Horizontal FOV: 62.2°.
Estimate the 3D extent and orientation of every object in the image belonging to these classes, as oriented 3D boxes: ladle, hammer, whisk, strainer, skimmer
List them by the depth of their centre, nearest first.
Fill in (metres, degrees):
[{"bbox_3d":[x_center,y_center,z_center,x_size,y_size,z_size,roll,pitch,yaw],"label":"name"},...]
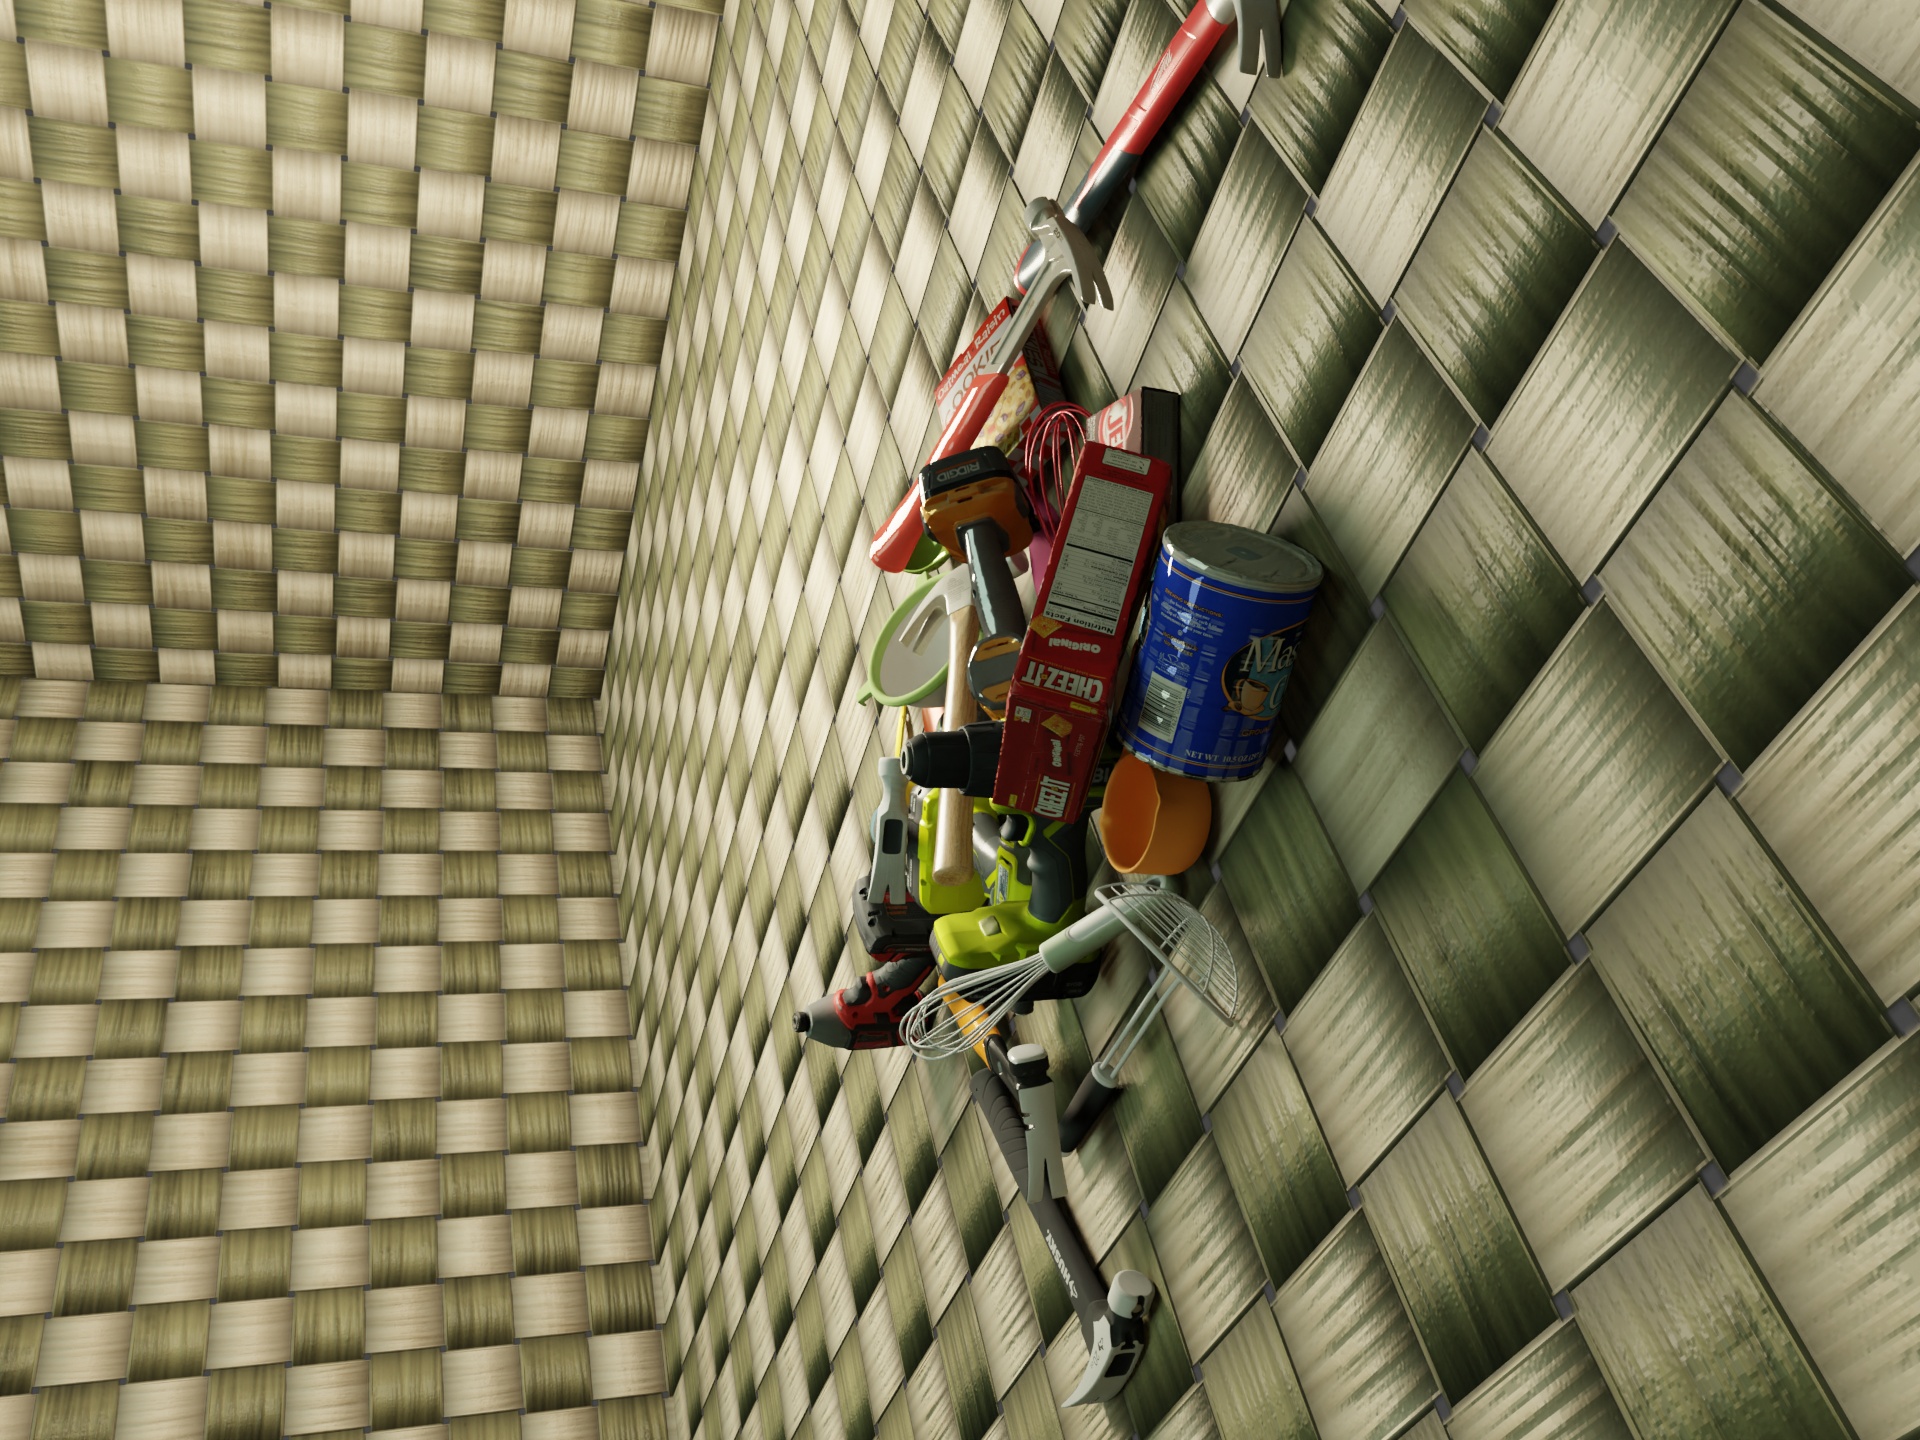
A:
[{"bbox_3d":[0.107,0.245,1.170,0.127,0.090,0.363,44,140,21],"label":"skimmer"},{"bbox_3d":[0.059,0.181,1.184,0.246,0.059,0.058,-34,38,12],"label":"whisk"},{"bbox_3d":[0.132,-0.438,1.244,0.386,0.038,0.143,135,132,-61],"label":"hammer"},{"bbox_3d":[0.095,-0.113,1.284,0.073,0.073,0.296,163,103,-68],"label":"whisk"},{"bbox_3d":[0.070,0.411,1.332,0.335,0.035,0.146,-123,41,-57],"label":"hammer"},{"bbox_3d":[0.014,-0.259,1.362,0.359,0.036,0.149,-57,37,36],"label":"hammer"},{"bbox_3d":[-0.002,-0.004,1.377,0.130,0.031,0.332,-25,45,33],"label":"hammer"},{"bbox_3d":[0.029,0.292,1.393,0.337,0.034,0.127,-141,42,-75],"label":"hammer"},{"bbox_3d":[0.017,-0.062,1.491,0.256,0.069,0.151,7,66,52],"label":"strainer"},{"bbox_3d":[-0.068,0.103,1.510,0.331,0.033,0.128,141,133,-85],"label":"hammer"},{"bbox_3d":[0.002,-0.181,1.514,0.078,0.062,0.320,-70,19,-5],"label":"ladle"}]

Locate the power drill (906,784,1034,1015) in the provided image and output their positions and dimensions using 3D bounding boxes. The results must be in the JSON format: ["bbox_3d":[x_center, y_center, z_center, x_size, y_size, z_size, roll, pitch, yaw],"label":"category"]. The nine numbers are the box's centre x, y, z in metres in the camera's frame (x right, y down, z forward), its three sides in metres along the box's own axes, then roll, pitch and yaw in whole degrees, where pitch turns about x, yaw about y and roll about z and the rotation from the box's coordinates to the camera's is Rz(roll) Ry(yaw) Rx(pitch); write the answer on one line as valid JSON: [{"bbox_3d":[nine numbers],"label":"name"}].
[{"bbox_3d":[0.026,0.146,1.418,0.223,0.080,0.171,-143,54,-62],"label":"power drill"}]

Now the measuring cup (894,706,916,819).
[{"bbox_3d":[-0.056,0.049,1.725,0.062,0.029,0.157,121,157,-53],"label":"measuring cup"}]

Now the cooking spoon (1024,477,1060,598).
[{"bbox_3d":[0.056,-0.238,1.451,0.068,0.017,0.319,124,142,-54],"label":"cooking spoon"}]

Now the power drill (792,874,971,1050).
[{"bbox_3d":[-0.079,0.252,1.592,0.079,0.143,0.219,-110,32,-41],"label":"power drill"}]

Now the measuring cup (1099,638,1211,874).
[{"bbox_3d":[0.145,0.027,1.152,0.095,0.052,0.174,148,129,-65],"label":"measuring cup"}]

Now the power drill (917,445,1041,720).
[{"bbox_3d":[0.039,-0.088,1.306,0.185,0.084,0.226,46,-150,-68],"label":"power drill"}]

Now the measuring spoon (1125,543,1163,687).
[{"bbox_3d":[0.149,-0.069,1.203,0.042,0.021,0.128,-177,98,-80],"label":"measuring spoon"}]

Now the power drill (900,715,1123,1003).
[{"bbox_3d":[0.041,0.101,1.226,0.080,0.190,0.228,-120,33,-60],"label":"power drill"}]
